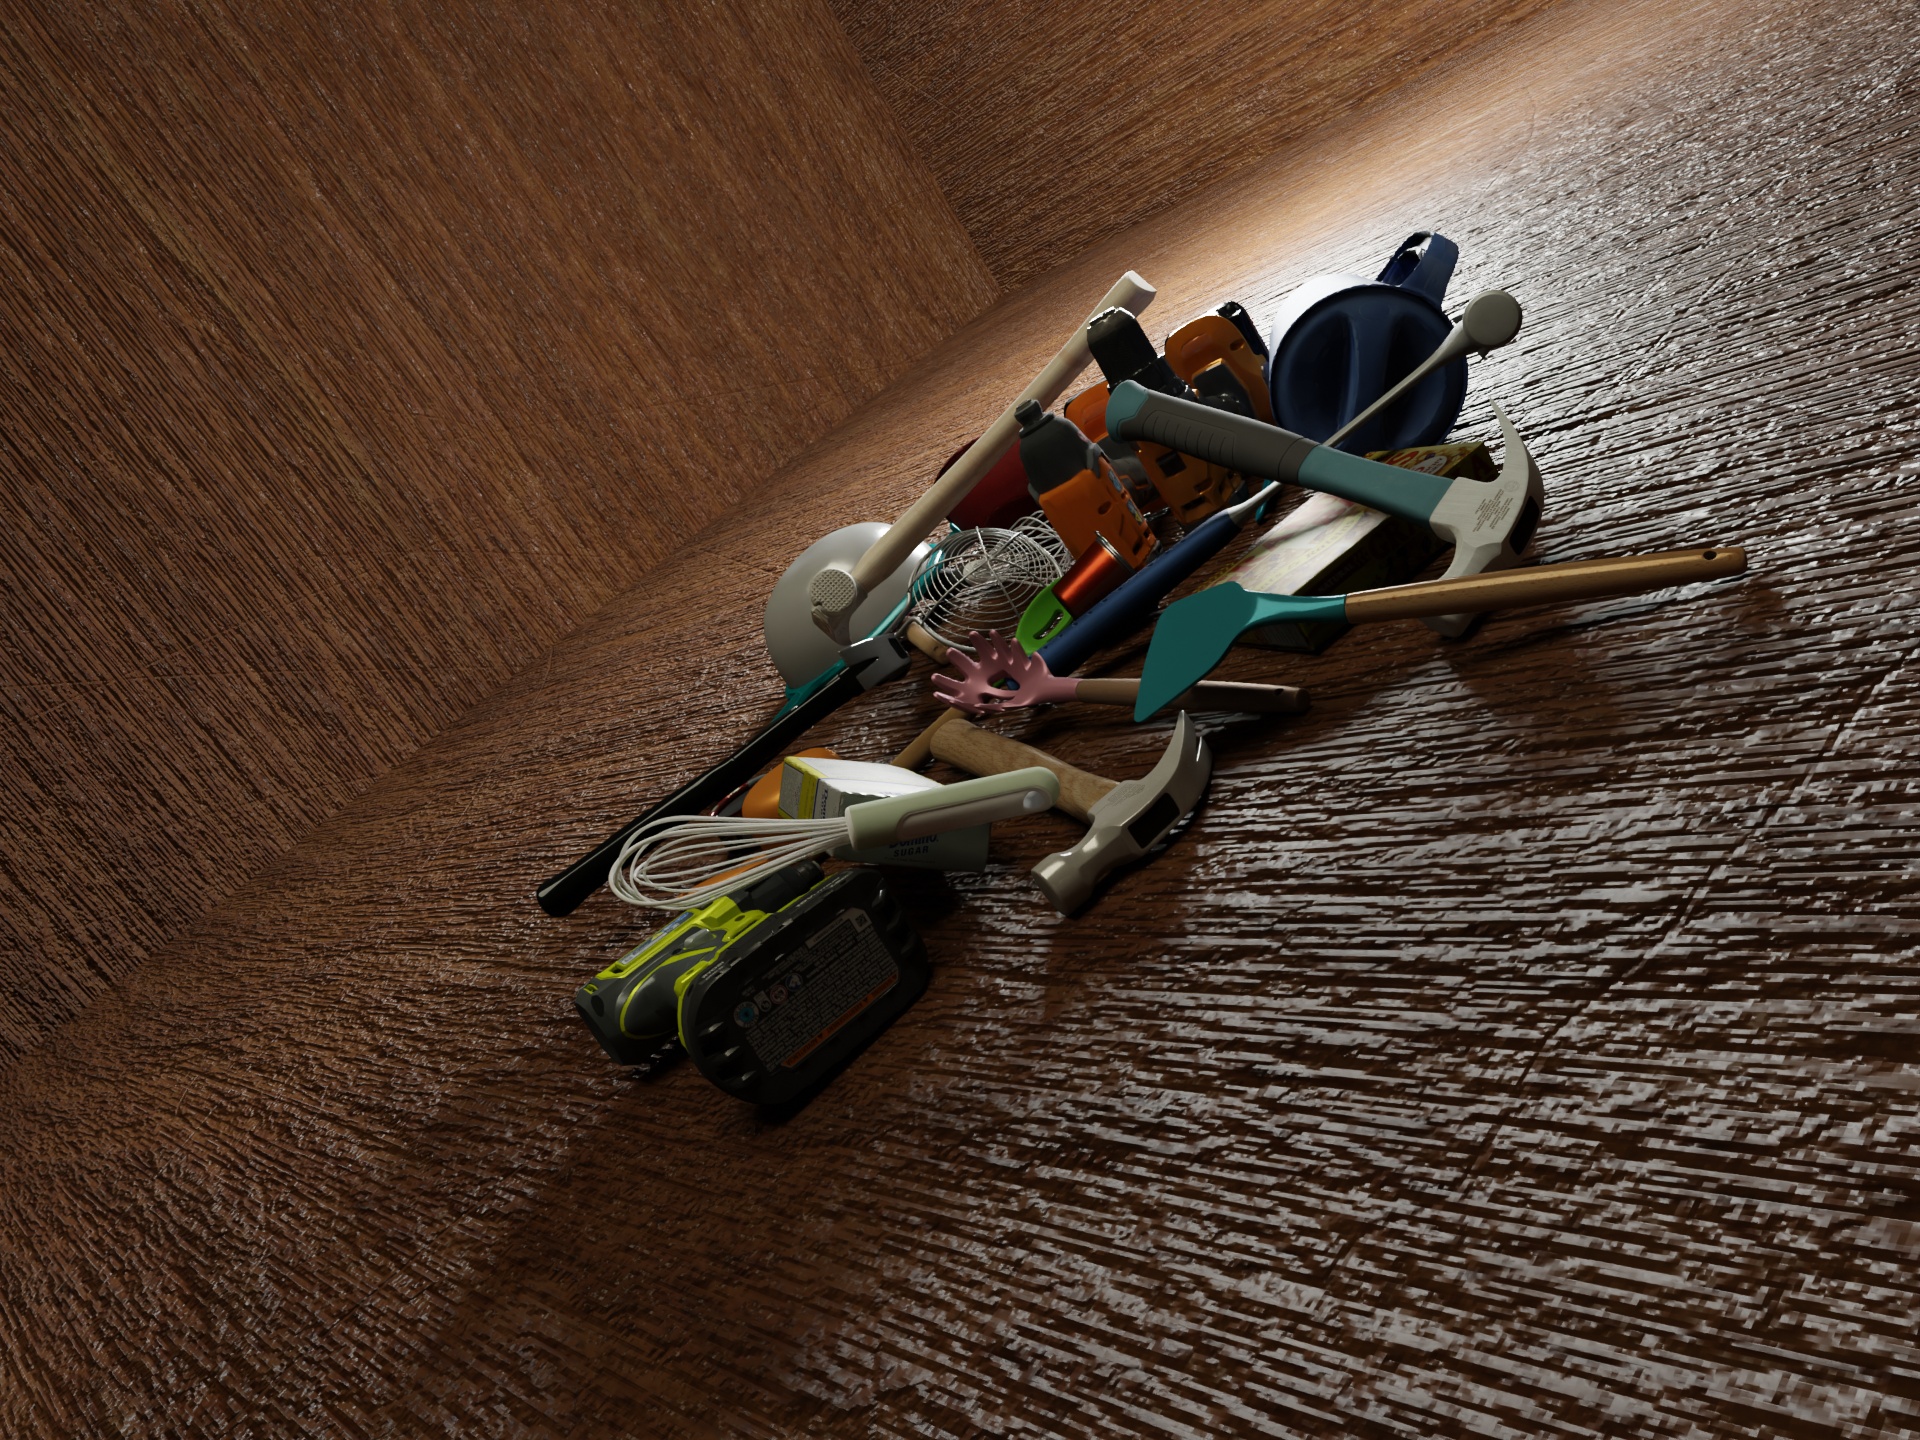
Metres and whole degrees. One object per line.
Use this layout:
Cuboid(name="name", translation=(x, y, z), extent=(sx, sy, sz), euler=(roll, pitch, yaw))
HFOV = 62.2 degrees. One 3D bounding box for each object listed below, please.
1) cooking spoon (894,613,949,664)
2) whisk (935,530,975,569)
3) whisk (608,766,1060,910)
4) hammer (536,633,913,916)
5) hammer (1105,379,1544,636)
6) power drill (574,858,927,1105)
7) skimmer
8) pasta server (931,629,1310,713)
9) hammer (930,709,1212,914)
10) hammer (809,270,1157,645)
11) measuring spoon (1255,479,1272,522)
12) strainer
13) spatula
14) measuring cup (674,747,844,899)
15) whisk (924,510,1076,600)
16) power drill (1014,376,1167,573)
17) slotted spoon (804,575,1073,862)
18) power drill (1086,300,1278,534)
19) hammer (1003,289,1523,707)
Cuboid(name="cooking spoon", translation=(-0.050, -0.088, 1.496), extent=(0.069, 0.017, 0.319), euler=(-47, 19, 0))
Cuboid(name="whisk", translation=(0.017, -0.203, 1.650), extent=(0.239, 0.055, 0.055), euler=(-38, 17, 2))
Cuboid(name="whisk", translation=(-0.066, 0.060, 0.853), extent=(0.246, 0.057, 0.059), euler=(-12, 35, -5))
Cuboid(name="hammer", translation=(-0.180, 0.042, 1.199), extent=(0.335, 0.035, 0.146), euler=(-36, -1, 3))
Cuboid(name="hammer", translation=(0.199, -0.154, 0.949), extent=(0.128, 0.033, 0.331), euler=(-54, 41, -4))
Cuboid(name="power drill", translation=(-0.117, 0.138, 0.914), extent=(0.171, 0.080, 0.223), euler=(-36, 14, -24))
Cuboid(name="skimmer", translation=(-0.073, -0.030, 1.338), extent=(0.363, 0.090, 0.127), euler=(-40, 54, 22))
Cuboid(name="pasta server", translation=(0.089, -0.022, 0.986), extent=(0.316, 0.040, 0.060), euler=(4, 59, 54))
Cuboid(name="hammer", translation=(0.048, 0.032, 0.969), extent=(0.130, 0.031, 0.331), euler=(-38, 17, -11))
Cuboid(name="hammer", translation=(0.021, -0.227, 1.361), extent=(0.410, 0.038, 0.146), euler=(-47, -5, -9))
Cuboid(name="measuring spoon", translation=(0.247, -0.187, 1.229), extent=(0.129, 0.021, 0.042), euler=(-66, -4, -46))
Cuboid(name="strainer", translation=(-0.150, -0.081, 1.498), extent=(0.211, 0.095, 0.340), euler=(-25, 23, 50))
Cuboid(name="spatula", translation=(0.227, -0.055, 0.811), extent=(0.317, 0.044, 0.082), euler=(-5, 51, 33))
Cuboid(name="measuring cup", translation=(-0.153, 0.079, 1.174), extent=(0.173, 0.052, 0.095), euler=(-29, 17, 11))
Cuboid(name="whisk", translation=(0.029, -0.140, 1.442), extent=(0.070, 0.070, 0.284), euler=(-42, 14, -23))
Cuboid(name="power drill", translation=(0.114, -0.211, 1.293), extent=(0.084, 0.164, 0.227), euler=(-27, 16, 28))
Cuboid(name="slotted spoon", translation=(-0.002, -0.004, 1.169), extent=(0.314, 0.031, 0.070), euler=(-44, 35, -23))
Cuboid(name="power drill", translation=(0.185, -0.270, 1.291), extent=(0.084, 0.185, 0.226), euler=(-24, 16, 34))
Cuboid(name="hammer", translation=(0.193, -0.141, 1.056), extent=(0.405, 0.035, 0.144), euler=(-38, 0, 21))
